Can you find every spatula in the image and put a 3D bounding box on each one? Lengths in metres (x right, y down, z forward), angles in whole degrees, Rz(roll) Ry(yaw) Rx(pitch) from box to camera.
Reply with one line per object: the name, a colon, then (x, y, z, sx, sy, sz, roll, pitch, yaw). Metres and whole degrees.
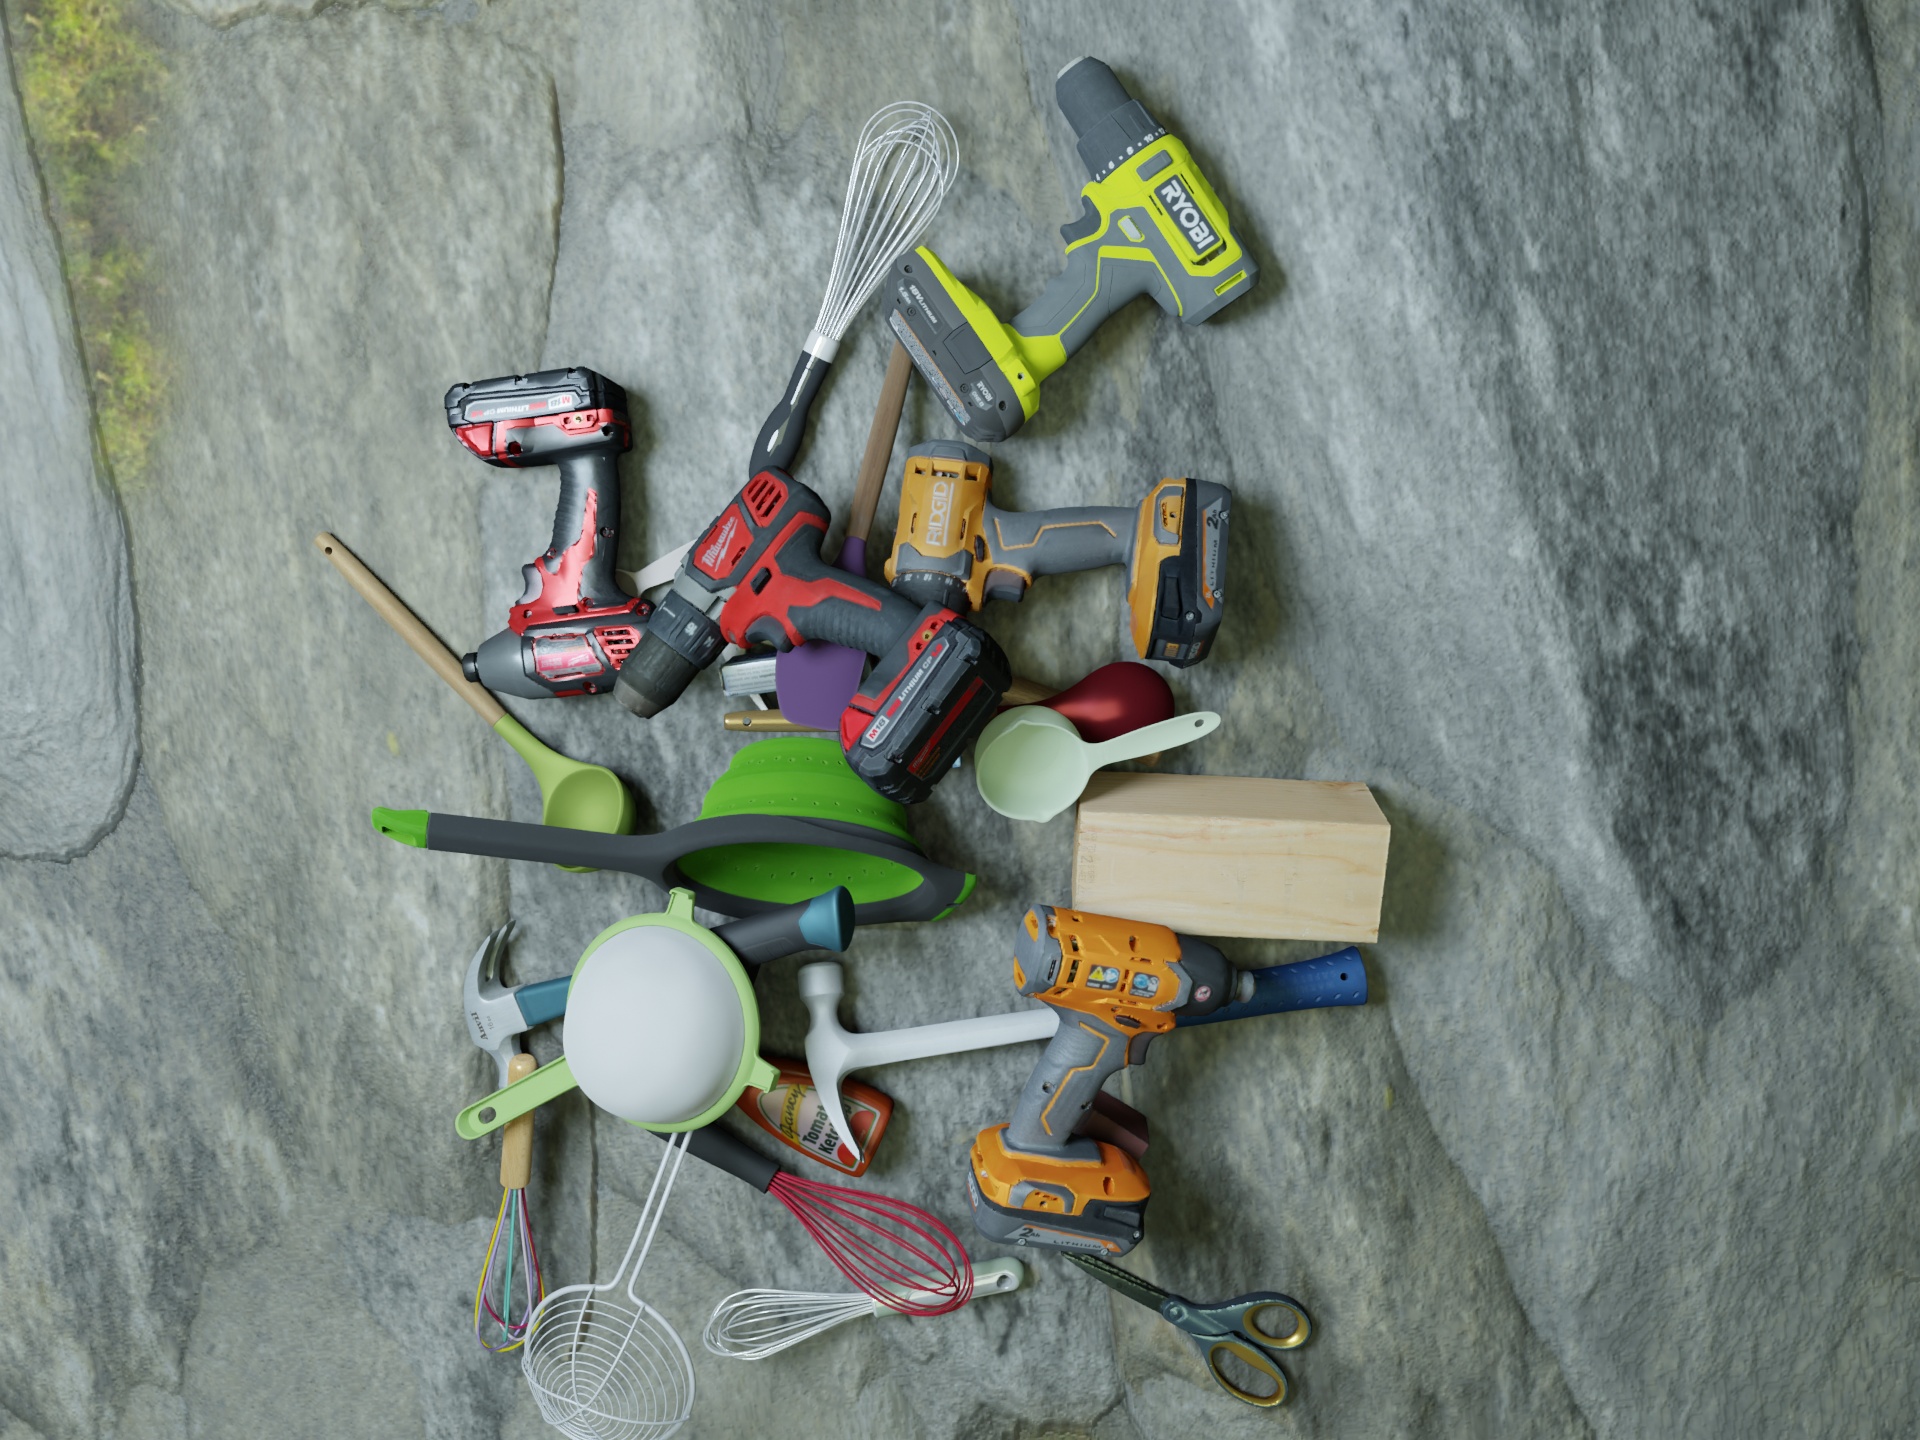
spatula: (-0.067, -0.147, 1.082, 0.060, 0.018, 0.316, 12, 78, 7)

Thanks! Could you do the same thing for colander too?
colander: (-0.186, 0.060, 1.082, 0.397, 0.204, 0.095, 8, 66, -14)

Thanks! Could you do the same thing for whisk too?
whisk: (-0.083, -0.289, 1.099, 0.070, 0.070, 0.284, 27, 102, -1)
whisk: (-0.122, 0.349, 1.170, 0.296, 0.073, 0.073, 28, 98, 9)
whisk: (-0.328, 0.360, 1.181, 0.047, 0.051, 0.245, 6, 104, -5)
whisk: (-0.072, 0.437, 1.193, 0.246, 0.059, 0.057, -11, 109, -1)

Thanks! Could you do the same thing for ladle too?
ladle: (-0.002, -0.003, 1.082, 0.315, 0.031, 0.069, -1, 94, -10)
ladle: (-0.354, -0.017, 1.144, 0.078, 0.062, 0.320, -44, 91, 10)

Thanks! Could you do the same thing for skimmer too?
skimmer: (-0.201, 0.325, 1.126, 0.127, 0.090, 0.363, 14, 68, 12)

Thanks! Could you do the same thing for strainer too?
strainer: (-0.258, 0.232, 1.078, 0.256, 0.069, 0.151, -29, 81, 17)

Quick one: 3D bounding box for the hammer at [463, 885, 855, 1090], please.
hammer: (-0.217, 0.178, 1.126, 0.331, 0.033, 0.128, -18, 98, 22)

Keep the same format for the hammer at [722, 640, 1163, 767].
hammer: (-0.013, -0.029, 1.138, 0.331, 0.031, 0.130, 18, 97, 0)

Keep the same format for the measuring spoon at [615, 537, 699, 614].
measuring spoon: (-0.206, -0.110, 1.148, 0.124, 0.018, 0.034, -25, 88, -1)

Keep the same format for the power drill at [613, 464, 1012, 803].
power drill: (-0.102, -0.038, 1.014, 0.227, 0.080, 0.188, 37, 87, 24)

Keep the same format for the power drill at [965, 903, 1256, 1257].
power drill: (0.100, 0.241, 1.072, 0.164, 0.084, 0.226, 11, 104, -12)

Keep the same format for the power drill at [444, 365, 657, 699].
power drill: (-0.286, -0.124, 1.105, 0.143, 0.078, 0.219, -8, 92, 4)

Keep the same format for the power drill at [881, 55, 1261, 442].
power drill: (0.063, -0.313, 1.066, 0.228, 0.080, 0.190, -36, 96, -4)

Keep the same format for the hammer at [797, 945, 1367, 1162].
hammer: (0.090, 0.220, 1.147, 0.405, 0.035, 0.144, -8, 72, 0)

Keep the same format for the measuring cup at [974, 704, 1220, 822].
measuring cup: (0.090, 0.014, 1.067, 0.167, 0.038, 0.083, -15, 121, -1)

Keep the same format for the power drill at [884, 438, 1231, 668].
power drill: (0.061, -0.090, 1.075, 0.226, 0.084, 0.185, 7, 69, 2)
